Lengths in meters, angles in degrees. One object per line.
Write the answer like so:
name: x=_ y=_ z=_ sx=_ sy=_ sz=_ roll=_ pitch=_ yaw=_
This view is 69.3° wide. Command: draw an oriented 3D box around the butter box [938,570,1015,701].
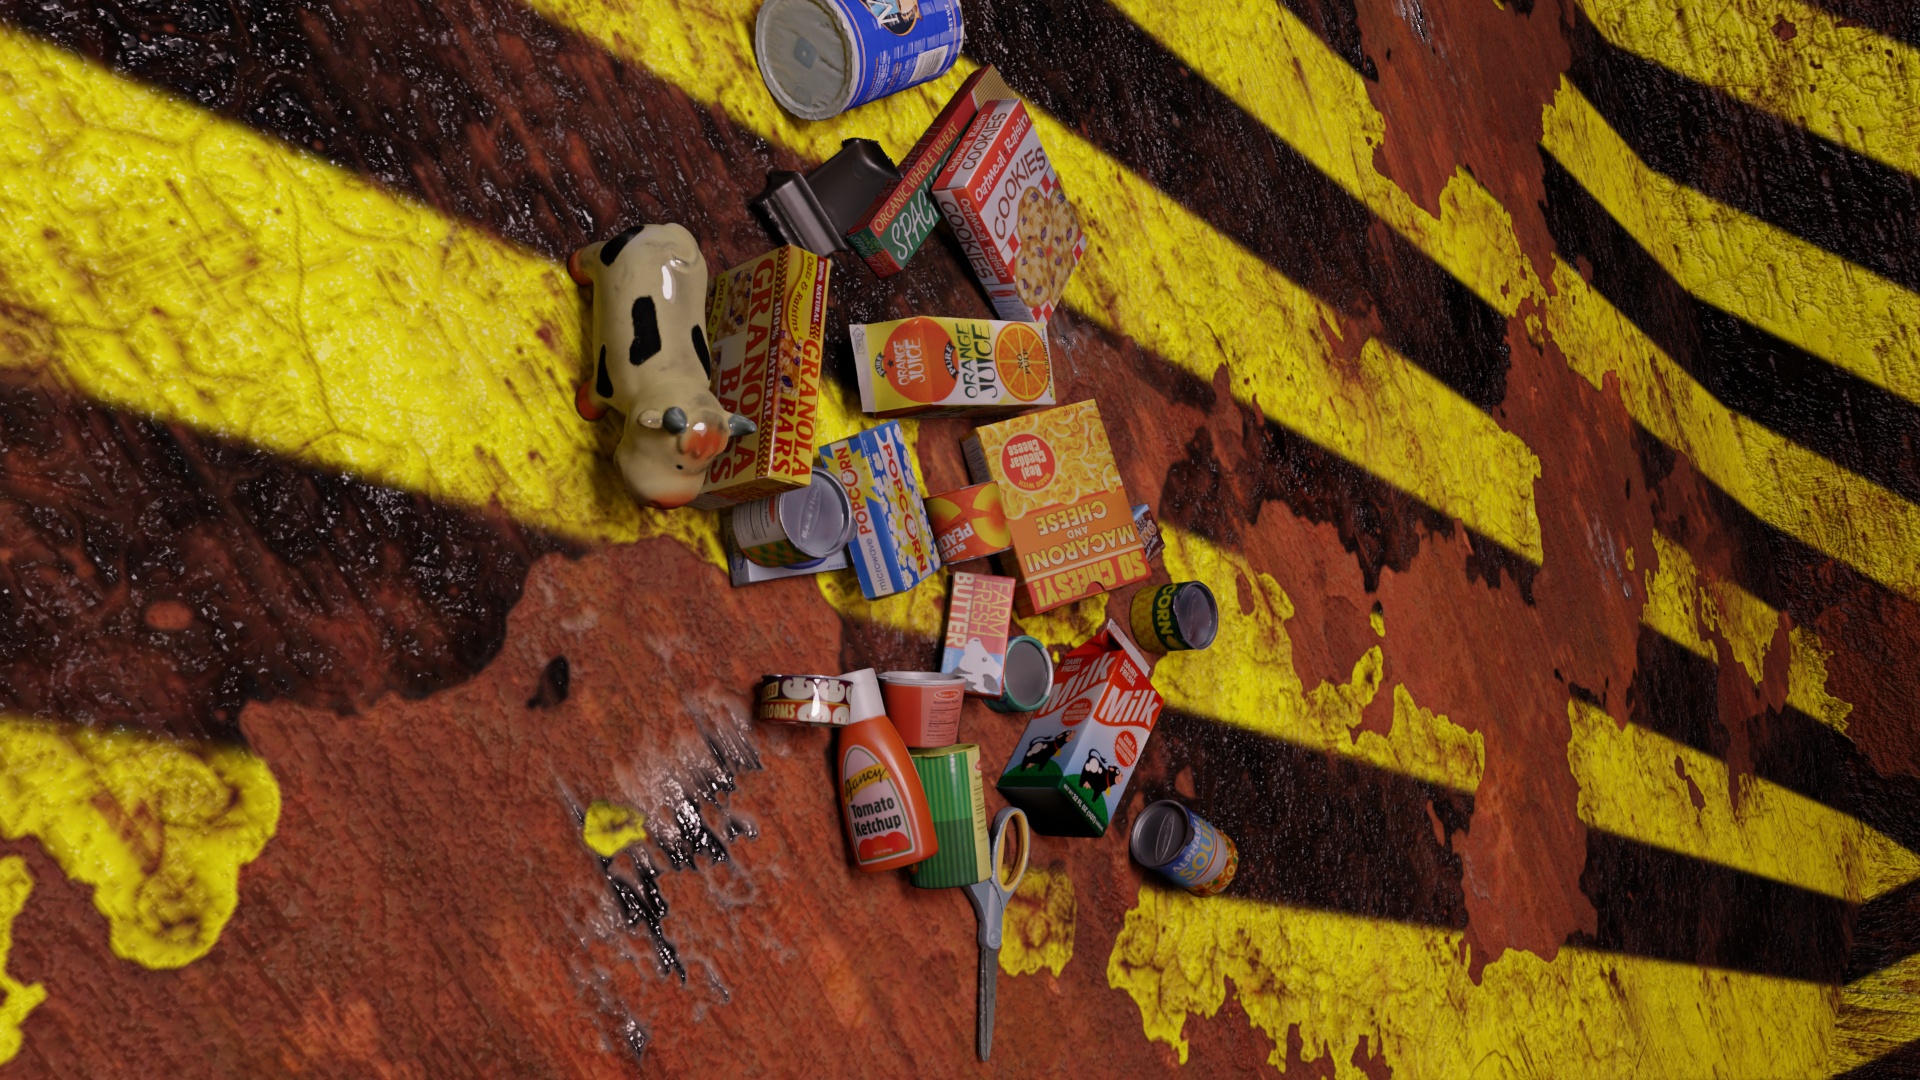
butter box: x=0.014 y=0.078 z=1.150 sx=0.053 sy=0.024 sz=0.104 roll=8 pitch=73 yaw=-1

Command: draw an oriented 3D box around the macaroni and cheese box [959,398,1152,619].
macaroni and cheese box: x=0.083 y=-0.028 z=1.204 sx=0.124 sy=0.040 sz=0.166 roll=-16 pitch=85 yaw=-26

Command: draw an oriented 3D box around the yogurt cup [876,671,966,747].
yogurt cup: x=-0.030 y=0.132 z=1.089 sx=0.072 sy=0.072 sz=0.054 roll=2 pitch=90 yaw=-45

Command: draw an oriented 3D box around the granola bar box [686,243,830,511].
granola bar box: x=-0.148 y=-0.110 z=0.972 sx=0.039 sy=0.124 sz=0.166 roll=16 pitch=72 yaw=-41

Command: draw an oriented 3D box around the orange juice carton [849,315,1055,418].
orange juice carton: x=-0.013 y=-0.141 z=1.147 sx=0.193 sy=0.073 sz=0.072 roll=-6 pitch=87 yaw=-45

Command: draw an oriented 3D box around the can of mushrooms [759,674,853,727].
can of mushrooms: x=-0.114 y=0.116 z=1.006 sx=0.071 sy=0.071 sz=0.033 roll=14 pitch=75 yaw=-43

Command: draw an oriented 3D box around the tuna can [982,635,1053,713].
tuna can: x=0.045 y=0.114 z=1.187 sx=0.071 sy=0.032 sz=0.071 roll=10 pitch=76 yaw=-44

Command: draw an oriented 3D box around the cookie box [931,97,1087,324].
cookie box: x=0.046 y=-0.285 z=1.231 sx=0.166 sy=0.040 sz=0.123 roll=57 pitch=48 yaw=-40

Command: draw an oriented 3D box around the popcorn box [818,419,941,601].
popcorn box: x=-0.061 y=-0.024 z=1.082 sx=0.085 sy=0.038 sz=0.126 roll=-33 pitch=107 yaw=-68

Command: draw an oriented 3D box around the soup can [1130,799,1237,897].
soup can: x=0.211 y=0.288 z=1.293 sx=0.083 sy=0.071 sz=0.071 roll=37 pitch=59 yaw=-35

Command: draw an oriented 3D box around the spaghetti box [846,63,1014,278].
spaghetti box: x=-0.019 y=-0.324 z=1.205 sx=0.050 sy=0.028 sz=0.251 roll=50 pitch=52 yaw=-27

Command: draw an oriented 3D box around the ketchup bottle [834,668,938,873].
ketchup bottle: x=-0.065 y=0.172 z=1.051 sx=0.043 sy=0.064 sz=0.149 roll=1 pitch=72 yaw=-65

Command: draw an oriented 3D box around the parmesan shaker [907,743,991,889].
parmesan shaker: x=-0.014 y=0.215 z=1.085 sx=0.071 sy=0.071 sz=0.103 roll=-2 pitch=85 yaw=-45

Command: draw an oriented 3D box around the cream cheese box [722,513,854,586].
cream cheese box: x=-0.128 y=0.001 z=1.042 sx=0.104 sy=0.024 sz=0.053 roll=-9 pitch=88 yaw=-45

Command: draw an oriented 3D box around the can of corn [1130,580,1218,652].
can of corn: x=0.203 y=0.073 z=1.333 sx=0.071 sy=0.058 sz=0.071 roll=9 pitch=77 yaw=-44

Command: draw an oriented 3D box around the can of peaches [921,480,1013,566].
can of peaches: x=0.004 y=-0.014 z=1.145 sx=0.071 sy=0.071 sz=0.058 roll=-16 pitch=94 yaw=-45

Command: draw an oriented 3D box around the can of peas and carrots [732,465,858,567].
can of peas and carrots: x=-0.118 y=-0.015 z=0.994 sx=0.071 sy=0.058 sz=0.071 roll=11 pitch=74 yaw=-43

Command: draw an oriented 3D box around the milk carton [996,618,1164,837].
milk carton: x=0.115 y=0.161 z=1.219 sx=0.072 sy=0.073 sz=0.191 roll=51 pitch=51 yaw=-26

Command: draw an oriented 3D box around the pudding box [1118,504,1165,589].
pudding box: x=0.155 y=0.006 z=1.318 sx=0.084 sy=0.030 sz=0.049 roll=-39 pitch=109 yaw=-42
